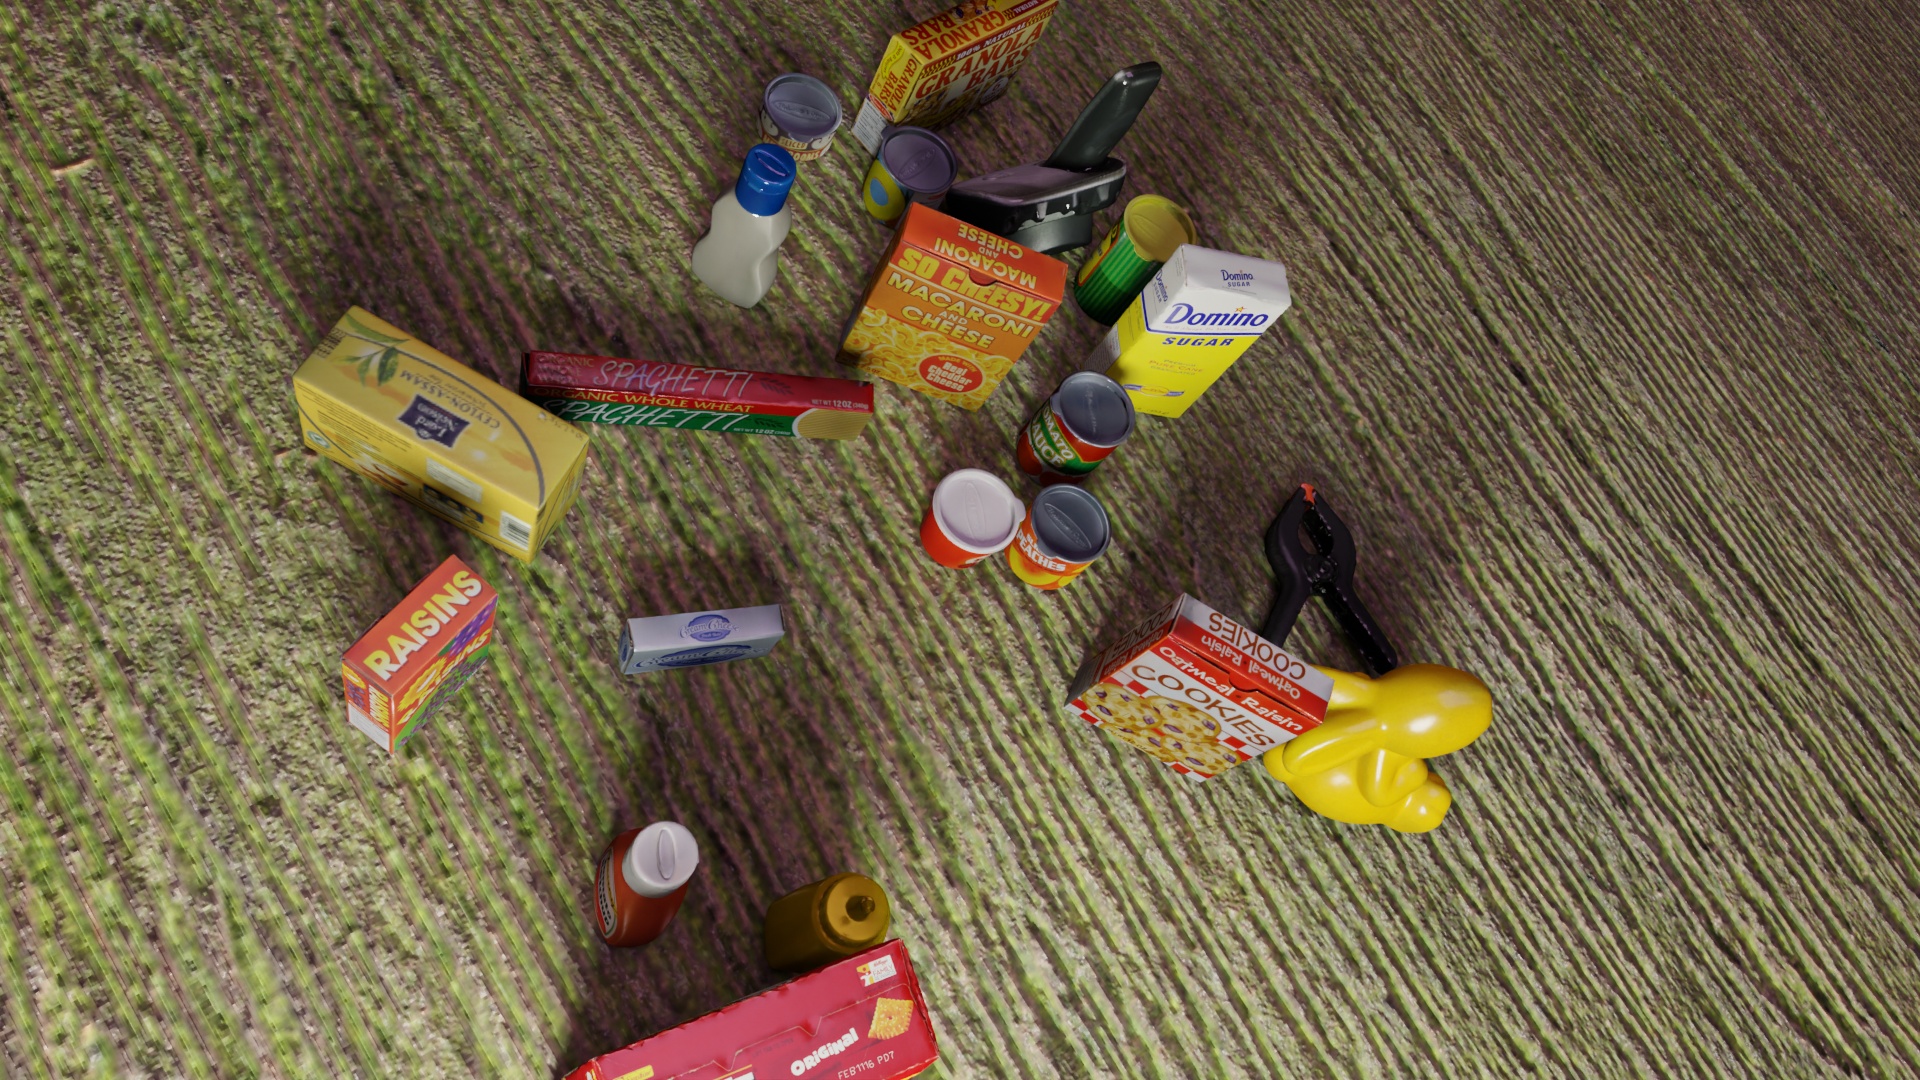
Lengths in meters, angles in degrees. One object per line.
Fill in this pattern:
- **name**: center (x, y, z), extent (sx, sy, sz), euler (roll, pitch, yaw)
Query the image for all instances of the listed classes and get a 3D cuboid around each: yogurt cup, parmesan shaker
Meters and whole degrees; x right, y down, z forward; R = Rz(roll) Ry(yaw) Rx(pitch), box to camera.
- **yogurt cup**: center (0.004, -0.013, 1.037), extent (0.072, 0.053, 0.072), euler (9, 64, -19)
- **parmesan shaker**: center (0.143, -0.232, 1.166), extent (0.071, 0.102, 0.071), euler (9, 64, -19)

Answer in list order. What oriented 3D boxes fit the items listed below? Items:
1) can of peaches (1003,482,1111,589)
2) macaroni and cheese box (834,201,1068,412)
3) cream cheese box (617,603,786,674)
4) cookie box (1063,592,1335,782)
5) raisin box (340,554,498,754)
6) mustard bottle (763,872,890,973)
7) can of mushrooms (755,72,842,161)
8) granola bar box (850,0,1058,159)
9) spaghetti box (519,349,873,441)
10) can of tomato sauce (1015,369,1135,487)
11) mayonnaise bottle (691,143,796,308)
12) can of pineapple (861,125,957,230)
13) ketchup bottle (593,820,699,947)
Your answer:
- **can of peaches**: center (0.071, -0.001, 1.057), extent (0.071, 0.057, 0.071), euler (9, 64, -19)
- **macaroni and cheese box**: center (-0.010, -0.168, 1.037), extent (0.124, 0.165, 0.040), euler (19, 62, -13)
- **cream cheese box**: center (-0.174, 0.066, 0.929), extent (0.104, 0.053, 0.024), euler (-5, 69, -24)
- **cookie box**: center (0.164, 0.109, 0.980), extent (0.123, 0.166, 0.040), euler (30, 60, -8)
- **raisin box**: center (-0.321, 0.069, 0.826), extent (0.040, 0.123, 0.086), euler (40, 59, -1)
- **mustard bottle**: center (-0.074, 0.228, 0.833), extent (0.065, 0.159, 0.049), euler (5, 66, -20)
- **can of mushrooms**: center (-0.134, -0.347, 1.146), extent (0.071, 0.033, 0.071), euler (9, 64, -19)
- **granola bar box**: center (-0.005, -0.398, 1.169), extent (0.166, 0.123, 0.039), euler (-37, 85, -31)
- **spaghetti box**: center (-0.188, -0.103, 1.002), extent (0.250, 0.050, 0.029), euler (3, 66, -21)
- **can of tomato sauce**: center (0.087, -0.085, 1.087), extent (0.071, 0.082, 0.071), euler (9, 64, -19)
- **mayonnaise bottle**: center (-0.155, -0.231, 1.018), extent (0.065, 0.147, 0.041), euler (35, 59, -4)
- **can of pineapple**: center (-0.044, -0.300, 1.147), extent (0.071, 0.057, 0.071), euler (9, 64, -19)
- **ketchup bottle**: center (-0.183, 0.196, 0.810), extent (0.043, 0.148, 0.065), euler (-1, 68, -23)
